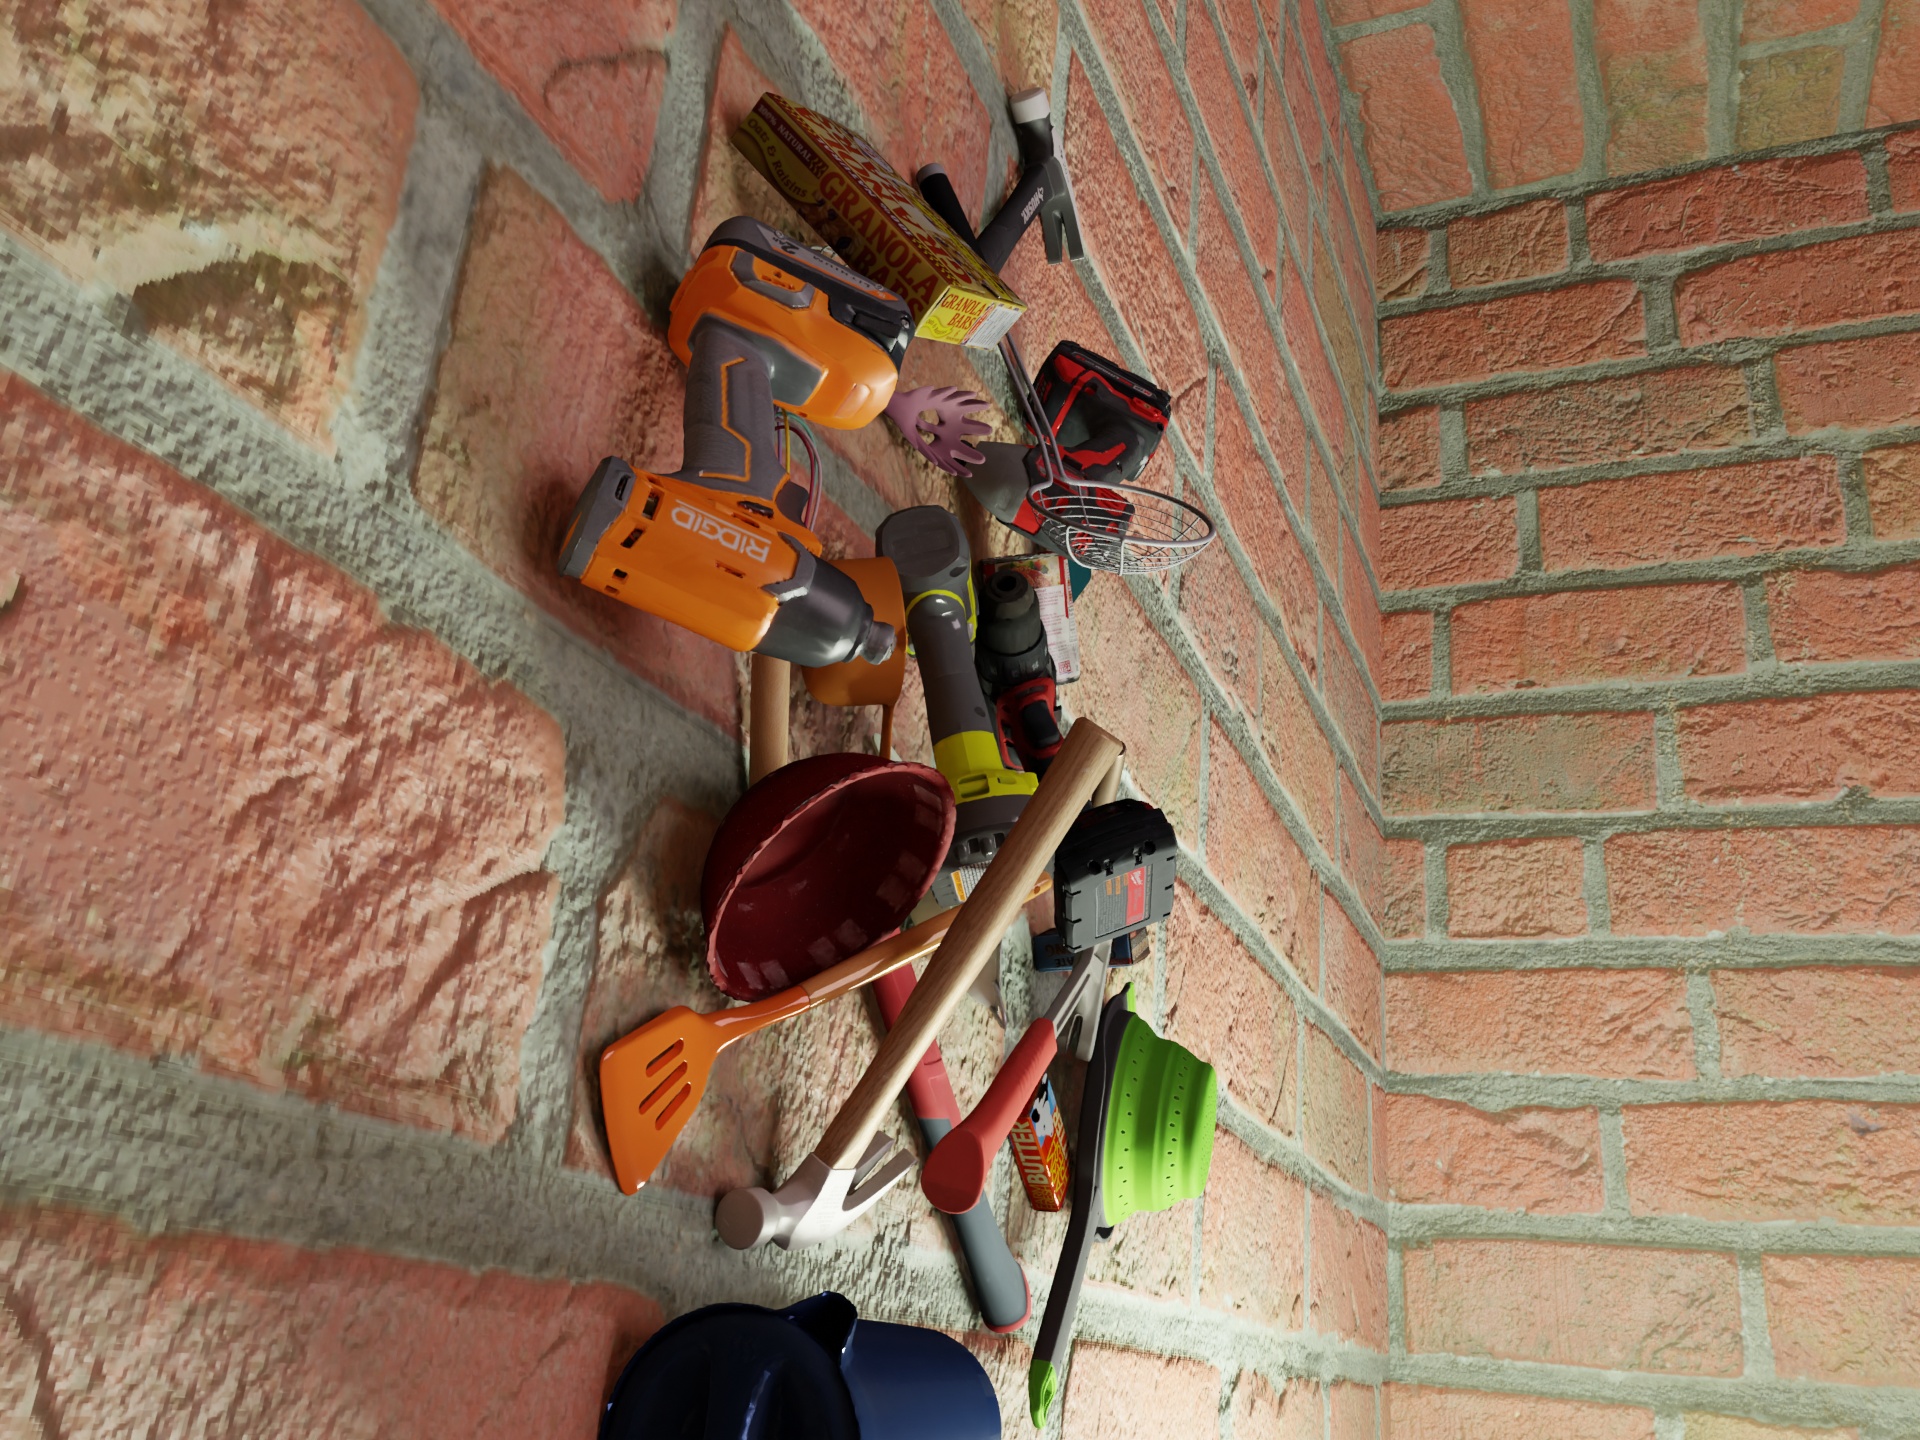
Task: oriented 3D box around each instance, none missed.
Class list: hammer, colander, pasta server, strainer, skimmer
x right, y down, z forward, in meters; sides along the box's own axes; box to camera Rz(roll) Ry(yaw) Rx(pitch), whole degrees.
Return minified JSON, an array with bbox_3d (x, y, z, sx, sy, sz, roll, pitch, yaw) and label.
[{"bbox_3d":[0.036,-0.389,1.287,0.335,0.035,0.146,-65,143,-49],"label":"hammer"},{"bbox_3d":[0.140,0.383,1.266,0.397,0.094,0.204,-64,154,-51],"label":"colander"},{"bbox_3d":[-0.062,-0.216,1.023,0.316,0.040,0.060,10,95,-65],"label":"pasta server"},{"bbox_3d":[-0.008,0.145,0.872,0.331,0.031,0.130,-58,151,2],"label":"hammer"},{"bbox_3d":[0.031,0.129,1.177,0.259,0.050,0.086,-72,168,-53],"label":"strainer"},{"bbox_3d":[0.058,-0.254,1.097,0.127,0.090,0.363,-10,70,-37],"label":"skimmer"},{"bbox_3d":[0.047,0.237,1.085,0.359,0.037,0.149,-38,140,-67],"label":"hammer"},{"bbox_3d":[-0.021,0.265,1.033,0.143,0.038,0.386,-56,136,-54],"label":"hammer"}]

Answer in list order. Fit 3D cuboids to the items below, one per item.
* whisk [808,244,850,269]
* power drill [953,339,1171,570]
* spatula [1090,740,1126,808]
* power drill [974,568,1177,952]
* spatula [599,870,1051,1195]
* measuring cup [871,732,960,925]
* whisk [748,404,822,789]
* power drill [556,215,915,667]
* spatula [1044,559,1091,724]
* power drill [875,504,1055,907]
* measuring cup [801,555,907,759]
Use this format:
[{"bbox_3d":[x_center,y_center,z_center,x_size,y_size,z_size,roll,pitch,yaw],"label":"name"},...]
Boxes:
[{"bbox_3d":[-0.056,-0.290,1.044,0.057,0.059,0.246,62,23,-11],"label":"whisk"},{"bbox_3d":[0.081,-0.211,1.249,0.078,0.143,0.220,-62,180,38],"label":"power drill"},{"bbox_3d":[0.108,0.078,1.249,0.315,0.018,0.060,92,3,-68],"label":"spatula"},{"bbox_3d":[0.066,0.023,1.090,0.187,0.080,0.227,83,-15,-54],"label":"power drill"},{"bbox_3d":[-0.060,0.144,0.856,0.322,0.041,0.081,-21,115,-38],"label":"spatula"},{"bbox_3d":[-0.029,0.082,1.060,0.167,0.038,0.083,60,27,-19],"label":"measuring cup"},{"bbox_3d":[-0.106,-0.059,0.893,0.051,0.047,0.245,4,87,-55],"label":"whisk"},{"bbox_3d":[-0.092,-0.132,0.801,0.164,0.084,0.227,24,54,-17],"label":"power drill"},{"bbox_3d":[0.080,-0.021,1.286,0.082,0.044,0.318,68,21,-53],"label":"spatula"},{"bbox_3d":[-0.002,-0.003,1.012,0.171,0.080,0.223,79,-1,-70],"label":"power drill"},{"bbox_3d":[-0.067,-0.010,0.936,0.095,0.052,0.173,-147,-123,-72],"label":"measuring cup"}]
